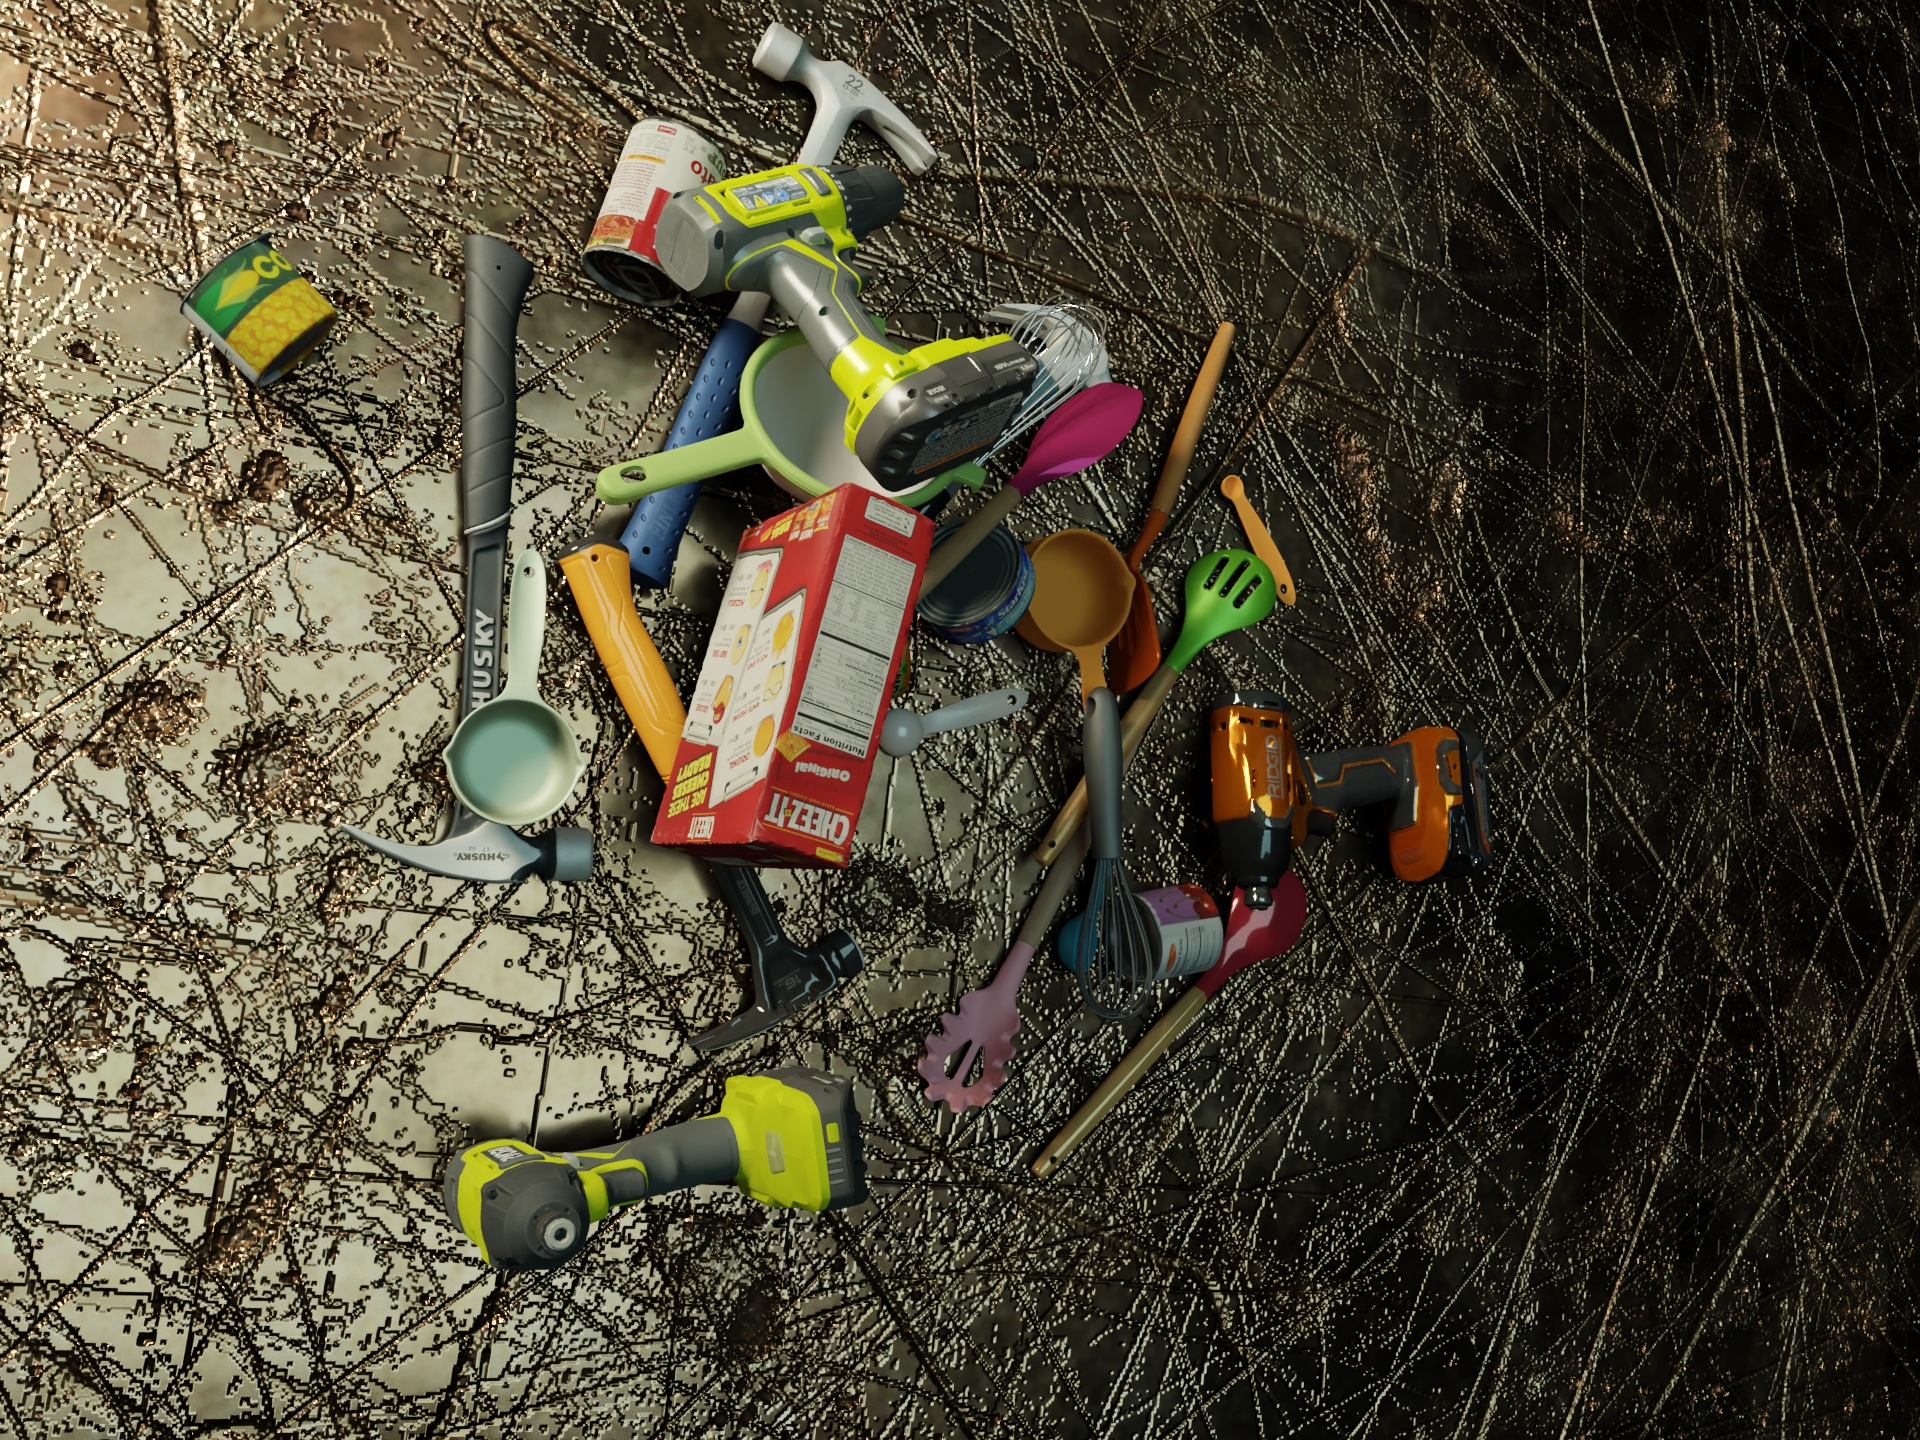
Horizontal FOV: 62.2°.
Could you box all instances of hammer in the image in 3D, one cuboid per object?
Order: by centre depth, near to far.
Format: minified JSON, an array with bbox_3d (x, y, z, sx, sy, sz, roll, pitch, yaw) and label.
[{"bbox_3d":[-0.301,-0.104,0.993,0.149,0.036,0.409,3,83,-24],"label":"hammer"},{"bbox_3d":[-0.180,0.043,1.018,0.127,0.034,0.336,-28,102,-26],"label":"hammer"},{"bbox_3d":[-0.139,-0.275,1.087,0.144,0.035,0.406,26,74,-21],"label":"hammer"},{"bbox_3d":[-0.017,-0.186,1.137,0.331,0.033,0.128,-40,102,-23],"label":"hammer"}]

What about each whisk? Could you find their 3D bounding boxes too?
[{"bbox_3d":[0.009,-0.189,1.102,0.070,0.070,0.285,42,74,-16],"label":"whisk"},{"bbox_3d":[0.104,0.095,1.119,0.055,0.055,0.239,-1,87,-25],"label":"whisk"}]

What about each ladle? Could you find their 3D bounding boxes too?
[{"bbox_3d":[0.160,0.220,1.181,0.315,0.031,0.069,-43,99,-21],"label":"ladle"}]

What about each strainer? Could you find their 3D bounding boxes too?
[{"bbox_3d":[-0.120,-0.166,1.024,0.256,0.069,0.151,-23,72,-31],"label":"strainer"}]

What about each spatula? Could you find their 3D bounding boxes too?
[{"bbox_3d":[0.166,-0.172,1.214,0.041,0.081,0.323,27,68,-12],"label":"spatula"}]

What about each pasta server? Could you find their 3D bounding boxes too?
[{"bbox_3d":[0.059,0.135,1.135,0.060,0.040,0.316,26,70,9],"label":"pasta server"}]

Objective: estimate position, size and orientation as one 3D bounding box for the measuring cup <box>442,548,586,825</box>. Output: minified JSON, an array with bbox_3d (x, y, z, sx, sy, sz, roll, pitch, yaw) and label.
[{"bbox_3d":[-0.267,-0.019,0.959,0.083,0.038,0.168,6,79,-23],"label":"measuring cup"}]

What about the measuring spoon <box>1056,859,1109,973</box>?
[{"bbox_3d":[0.092,0.122,1.165,0.042,0.021,0.129,48,52,-51],"label":"measuring spoon"}]

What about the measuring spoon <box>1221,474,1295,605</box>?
[{"bbox_3d":[0.237,-0.142,1.267,0.021,0.011,0.117,-35,103,-25],"label":"measuring spoon"}]

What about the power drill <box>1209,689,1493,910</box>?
[{"bbox_3d":[0.295,0.071,1.224,0.226,0.084,0.164,8,73,-21],"label":"power drill"}]

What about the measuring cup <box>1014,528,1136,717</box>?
[{"bbox_3d":[0.081,-0.051,1.160,0.095,0.052,0.173,-11,95,-25],"label":"measuring cup"}]

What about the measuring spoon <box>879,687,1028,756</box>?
[{"bbox_3d":[-0.002,-0.004,1.132,0.124,0.018,0.034,-16,91,-27],"label":"measuring spoon"}]

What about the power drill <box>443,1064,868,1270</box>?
[{"bbox_3d":[-0.175,0.268,0.938,0.223,0.171,0.080,-7,87,-29],"label":"power drill"}]

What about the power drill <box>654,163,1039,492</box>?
[{"bbox_3d":[-0.059,-0.269,1.024,0.190,0.080,0.228,-30,74,-40],"label":"power drill"}]

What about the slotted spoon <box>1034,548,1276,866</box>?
[{"bbox_3d":[0.145,-0.016,1.185,0.070,0.031,0.314,32,69,12],"label":"slotted spoon"}]

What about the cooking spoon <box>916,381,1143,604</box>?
[{"bbox_3d":[0.020,-0.141,1.090,0.319,0.069,0.017,-47,140,-25],"label":"cooking spoon"}]
